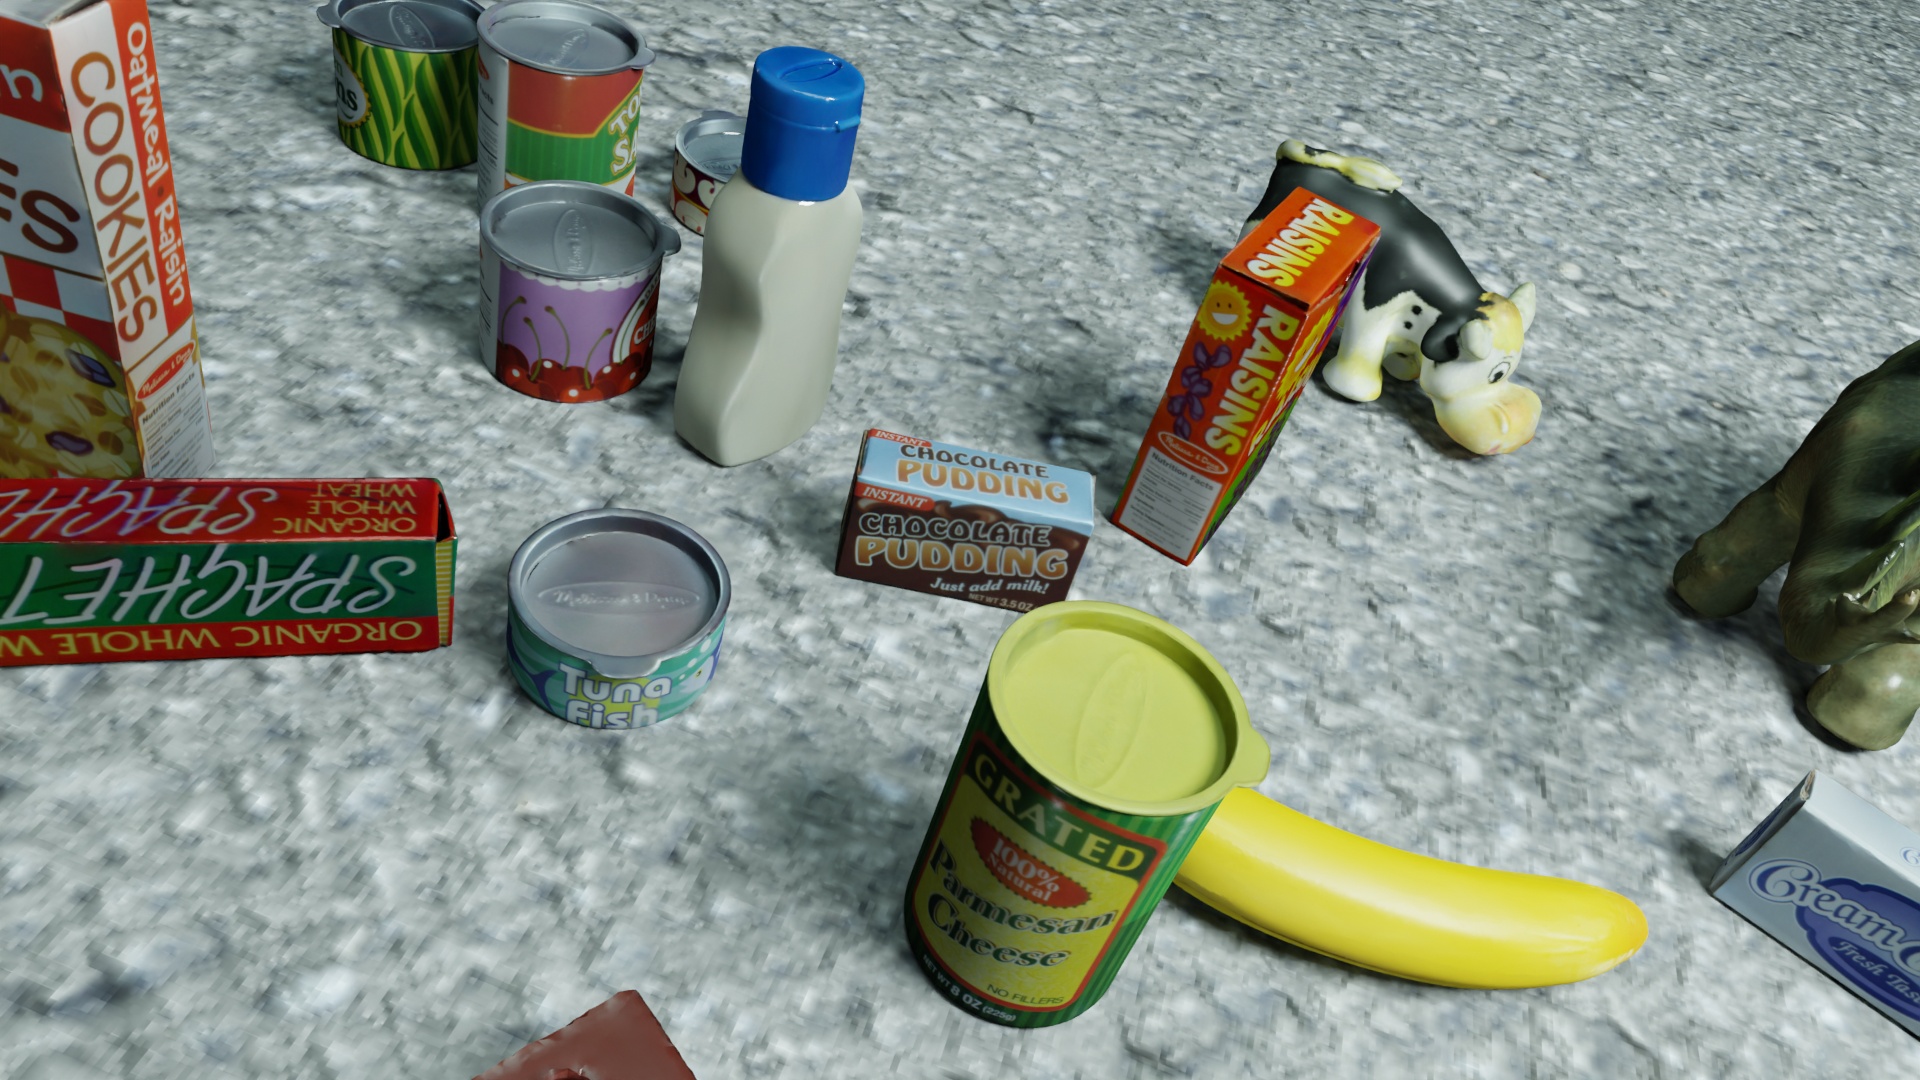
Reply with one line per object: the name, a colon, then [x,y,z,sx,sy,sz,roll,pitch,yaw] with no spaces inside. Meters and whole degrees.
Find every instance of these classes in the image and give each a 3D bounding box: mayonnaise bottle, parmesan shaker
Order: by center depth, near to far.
parmesan shaker: [0.029,0.076,0.366,0.071,0.102,0.072,10,41,-9]
mayonnaise bottle: [-0.065,-0.097,0.490,0.041,0.147,0.065,35,44,19]

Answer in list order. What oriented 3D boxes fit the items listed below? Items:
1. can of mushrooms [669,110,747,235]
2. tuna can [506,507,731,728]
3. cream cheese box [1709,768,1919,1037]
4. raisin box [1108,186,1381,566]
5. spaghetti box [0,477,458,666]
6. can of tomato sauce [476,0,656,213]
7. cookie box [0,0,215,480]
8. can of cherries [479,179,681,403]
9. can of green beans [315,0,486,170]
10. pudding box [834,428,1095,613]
can of mushrooms: [-0.101,-0.167,0.642,0.071,0.033,0.071,10,41,-9]
tuna can: [-0.105,0.025,0.428,0.071,0.032,0.071,10,41,-9]
cream cheese box: [0.305,0.126,0.447,0.104,0.053,0.024,37,44,21]
raisin box: [0.108,-0.062,0.531,0.040,0.122,0.086,31,42,15]
spaghetti box: [-0.269,0.010,0.374,0.250,0.049,0.029,-1,44,-21]
can of tomato sauce: [-0.168,-0.175,0.589,0.071,0.082,0.071,10,41,-9]
cookie box: [-0.287,-0.090,0.389,0.123,0.166,0.040,16,41,-3]
can of cherries: [-0.145,-0.093,0.525,0.071,0.058,0.072,10,41,-9]
can of green beans: [-0.242,-0.206,0.615,0.071,0.057,0.071,10,41,-9]
pudding box: [0.002,-0.006,0.487,0.084,0.049,0.030,12,41,-7]
